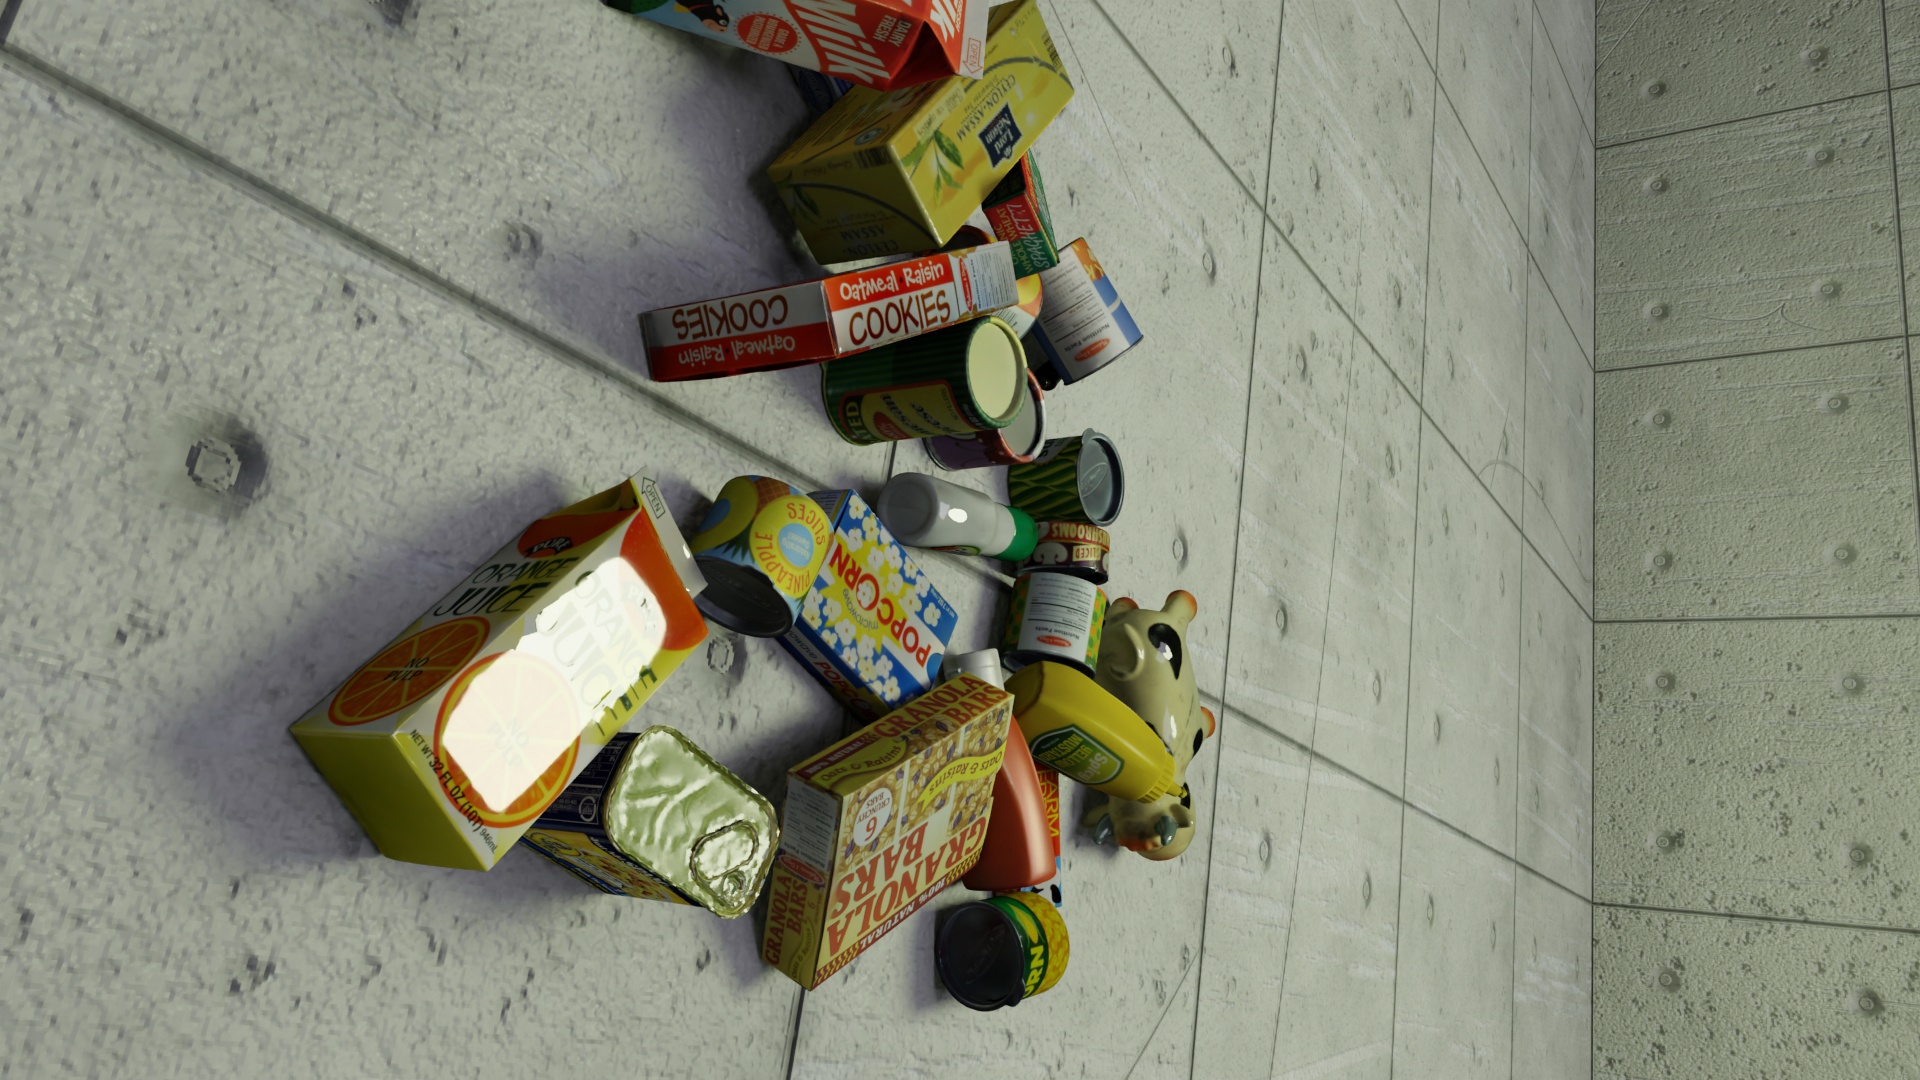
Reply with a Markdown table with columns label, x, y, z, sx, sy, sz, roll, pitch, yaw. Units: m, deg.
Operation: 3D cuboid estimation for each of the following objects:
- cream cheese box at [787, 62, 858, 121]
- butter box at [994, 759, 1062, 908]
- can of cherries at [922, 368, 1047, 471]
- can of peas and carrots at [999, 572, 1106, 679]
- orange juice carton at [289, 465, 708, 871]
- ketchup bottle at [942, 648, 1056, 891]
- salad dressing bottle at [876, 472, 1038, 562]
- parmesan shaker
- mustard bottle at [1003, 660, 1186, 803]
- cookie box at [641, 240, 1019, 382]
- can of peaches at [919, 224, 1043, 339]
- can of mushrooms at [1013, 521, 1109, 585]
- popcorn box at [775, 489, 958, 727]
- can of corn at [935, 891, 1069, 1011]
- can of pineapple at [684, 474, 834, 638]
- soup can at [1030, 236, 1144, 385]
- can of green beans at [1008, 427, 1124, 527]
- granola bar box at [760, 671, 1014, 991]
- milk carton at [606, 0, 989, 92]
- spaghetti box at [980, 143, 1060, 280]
| label | x | y | z | sx | sy | sz | roll | pitch | yaw |
| --- | --- | --- | --- | --- | --- | --- | --- | --- | --- |
| cream cheese box | -0.074 | -0.281 | 0.829 | 0.103 | 0.024 | 0.054 | 61 | 40 | -31 |
| butter box | 0.045 | 0.200 | 0.944 | 0.053 | 0.024 | 0.103 | 4 | 83 | -55 |
| can of cherries | 0.014 | -0.081 | 0.901 | 0.071 | 0.058 | 0.071 | 8 | 80 | -55 |
| can of peas and carrots | 0.063 | 0.061 | 0.951 | 0.071 | 0.071 | 0.059 | 37 | 57 | -47 |
| orange juice carton | -0.179 | 0.047 | 0.602 | 0.194 | 0.073 | 0.071 | -52 | 127 | -44 |
| ketchup bottle | 0.018 | 0.145 | 0.883 | 0.043 | 0.064 | 0.149 | -3 | 80 | -49 |
| salad dressing bottle | 0.003 | -0.011 | 0.880 | 0.148 | 0.064 | 0.044 | 13 | 86 | -61 |
| parmesan shaker | -0.022 | -0.094 | 0.813 | 0.071 | 0.103 | 0.071 | 8 | 81 | -54 |
| mustard bottle | 0.098 | 0.140 | 0.941 | 0.160 | 0.065 | 0.049 | 33 | 41 | -22 |
| cookie box | -0.065 | -0.122 | 0.738 | 0.168 | 0.123 | 0.040 | -27 | 110 | -53 |
| can of peaches | 0.010 | -0.165 | 0.900 | 0.058 | 0.071 | 0.071 | 20 | 71 | -52 |
| can of mushrooms | 0.072 | 0.010 | 0.962 | 0.071 | 0.071 | 0.033 | 23 | 67 | -52 |
| popcorn box | -0.058 | 0.042 | 0.803 | 0.126 | 0.038 | 0.085 | 52 | 47 | -38 |
| can of corn | 0.029 | 0.259 | 0.875 | 0.058 | 0.071 | 0.071 | 9 | 79 | -55 |
| can of pineapple | -0.104 | 0.008 | 0.715 | 0.070 | 0.071 | 0.058 | 54 | 46 | -37 |
| soup can | 0.080 | -0.162 | 0.981 | 0.083 | 0.071 | 0.072 | 57 | 41 | -9 |
| can of green beans | 0.075 | -0.041 | 0.983 | 0.071 | 0.058 | 0.071 | 8 | 80 | -54 |
| granola bar box | -0.037 | 0.158 | 0.781 | 0.166 | 0.039 | 0.123 | -22 | 129 | -53 |
| milk carton | -0.074 | -0.291 | 0.707 | 0.191 | 0.073 | 0.072 | 11 | 74 | -18 |
| spaghetti box | 0.031 | -0.236 | 0.872 | 0.251 | 0.028 | 0.050 | -92 | 157 | -56 |
